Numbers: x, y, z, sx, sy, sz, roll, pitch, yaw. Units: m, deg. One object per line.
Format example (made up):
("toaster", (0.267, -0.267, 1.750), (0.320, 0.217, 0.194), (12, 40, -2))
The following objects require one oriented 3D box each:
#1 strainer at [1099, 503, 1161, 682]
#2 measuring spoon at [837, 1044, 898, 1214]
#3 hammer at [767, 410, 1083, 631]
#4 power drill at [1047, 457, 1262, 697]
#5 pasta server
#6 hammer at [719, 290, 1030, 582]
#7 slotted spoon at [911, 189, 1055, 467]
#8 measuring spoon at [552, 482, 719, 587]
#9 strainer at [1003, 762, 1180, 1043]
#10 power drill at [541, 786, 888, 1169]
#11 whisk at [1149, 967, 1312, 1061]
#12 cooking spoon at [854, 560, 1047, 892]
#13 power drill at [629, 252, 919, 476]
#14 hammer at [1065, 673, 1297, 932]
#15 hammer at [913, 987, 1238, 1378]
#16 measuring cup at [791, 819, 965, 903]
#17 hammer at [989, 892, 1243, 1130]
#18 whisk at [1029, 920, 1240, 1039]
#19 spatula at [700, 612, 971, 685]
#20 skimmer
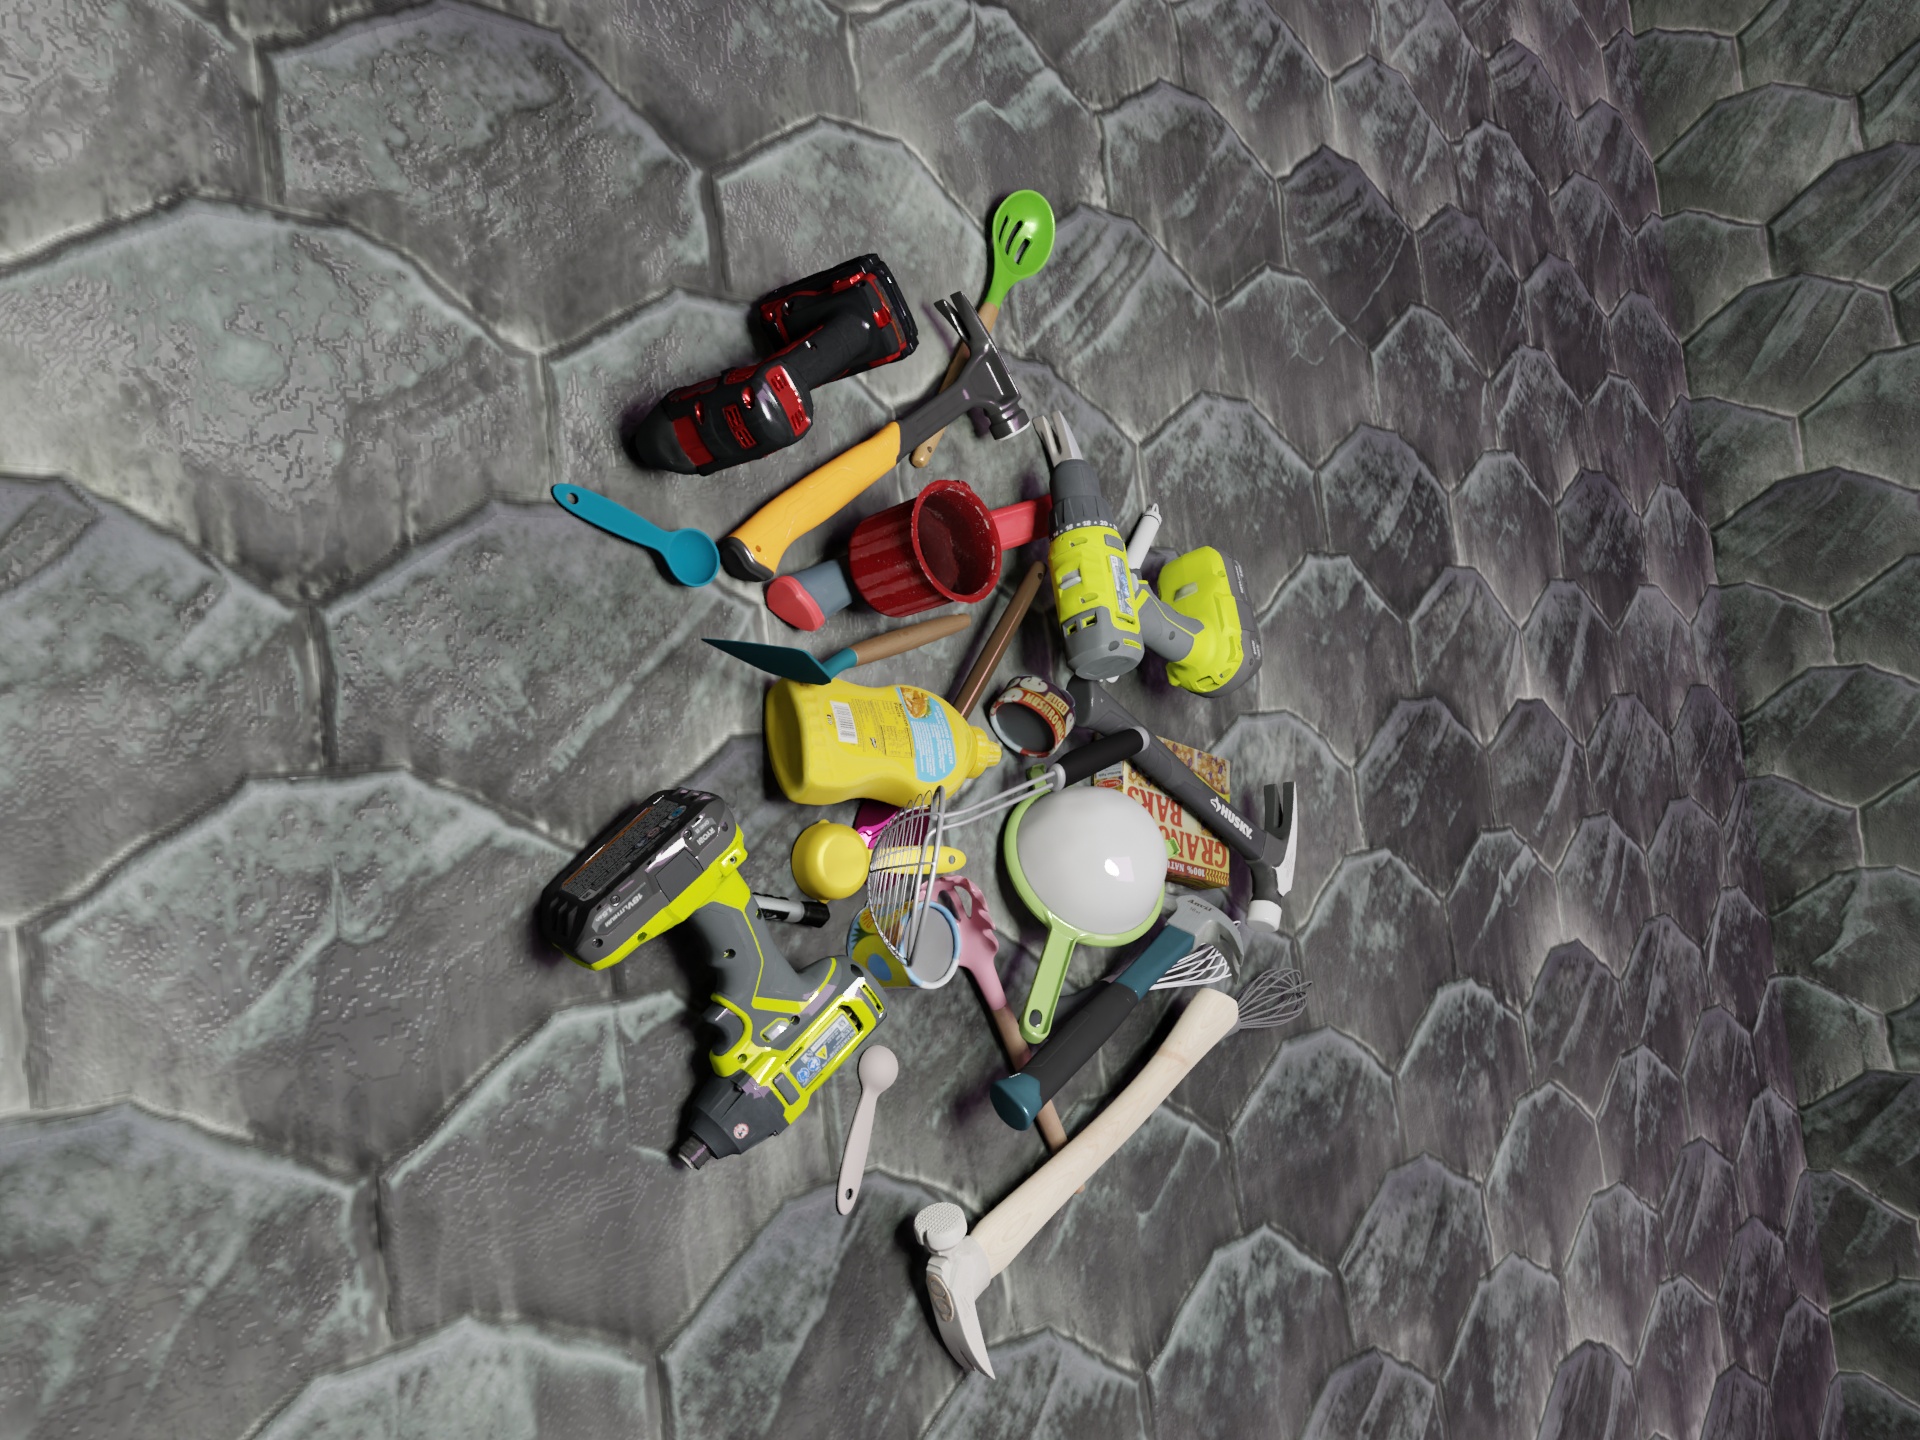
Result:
("strainer", (0.144, -0.121, 1.460), (0.259, 0.050, 0.086), (-62, 138, -41))
("measuring spoon", (-0.067, 0.299, 1.165), (0.034, 0.018, 0.124), (33, 61, -39))
("hammer", (-0.014, -0.157, 1.298), (0.386, 0.038, 0.143), (-23, 98, -47))
("power drill", (0.160, -0.117, 1.385), (0.228, 0.080, 0.191), (15, 60, -46))
("pasta server", (0.039, 0.255, 1.275), (0.040, 0.060, 0.316), (-72, 141, -68))
("hammer", (-0.070, -0.212, 1.235), (0.337, 0.034, 0.127), (-44, 114, -38))
("slotted spoon", (0.016, -0.340, 1.375), (0.070, 0.031, 0.314), (42, 56, -33))
("measuring spoon", (-0.224, -0.128, 1.088), (0.128, 0.021, 0.042), (26, 64, -31))
("strainer", (0.100, 0.142, 1.277), (0.151, 0.069, 0.256), (30, 48, -7))
("power drill", (-0.163, 0.171, 1.038), (0.171, 0.080, 0.223), (-44, 118, -24))
("whisk", (0.256, 0.283, 1.495), (0.239, 0.055, 0.055), (-14, 93, -44))
("cooking spoon", (-0.002, -0.004, 1.271), (0.068, 0.017, 0.319), (45, 61, -31))
("power drill", (-0.134, -0.242, 1.121), (0.078, 0.143, 0.220), (63, 39, -23))
("hammer", (0.204, 0.054, 1.433), (0.334, 0.035, 0.146), (39, 56, -35))
("hammer", (0.115, 0.353, 1.306), (0.410, 0.038, 0.146), (-33, 117, -42))
("measuring cup", (-0.053, 0.105, 1.192), (0.156, 0.029, 0.062), (3, 85, -36))
("hammer", (0.125, 0.229, 1.295), (0.331, 0.128, 0.033), (-33, 137, -48))
("whisk", (0.152, 0.225, 1.392), (0.284, 0.070, 0.070), (-15, 93, -42))
("spatula", (-0.068, -0.061, 1.182), (0.317, 0.082, 0.044), (-23, 117, -60))
("skimmer", (0.057, 0.074, 1.198), (0.363, 0.090, 0.127), (-21, 132, -46))
